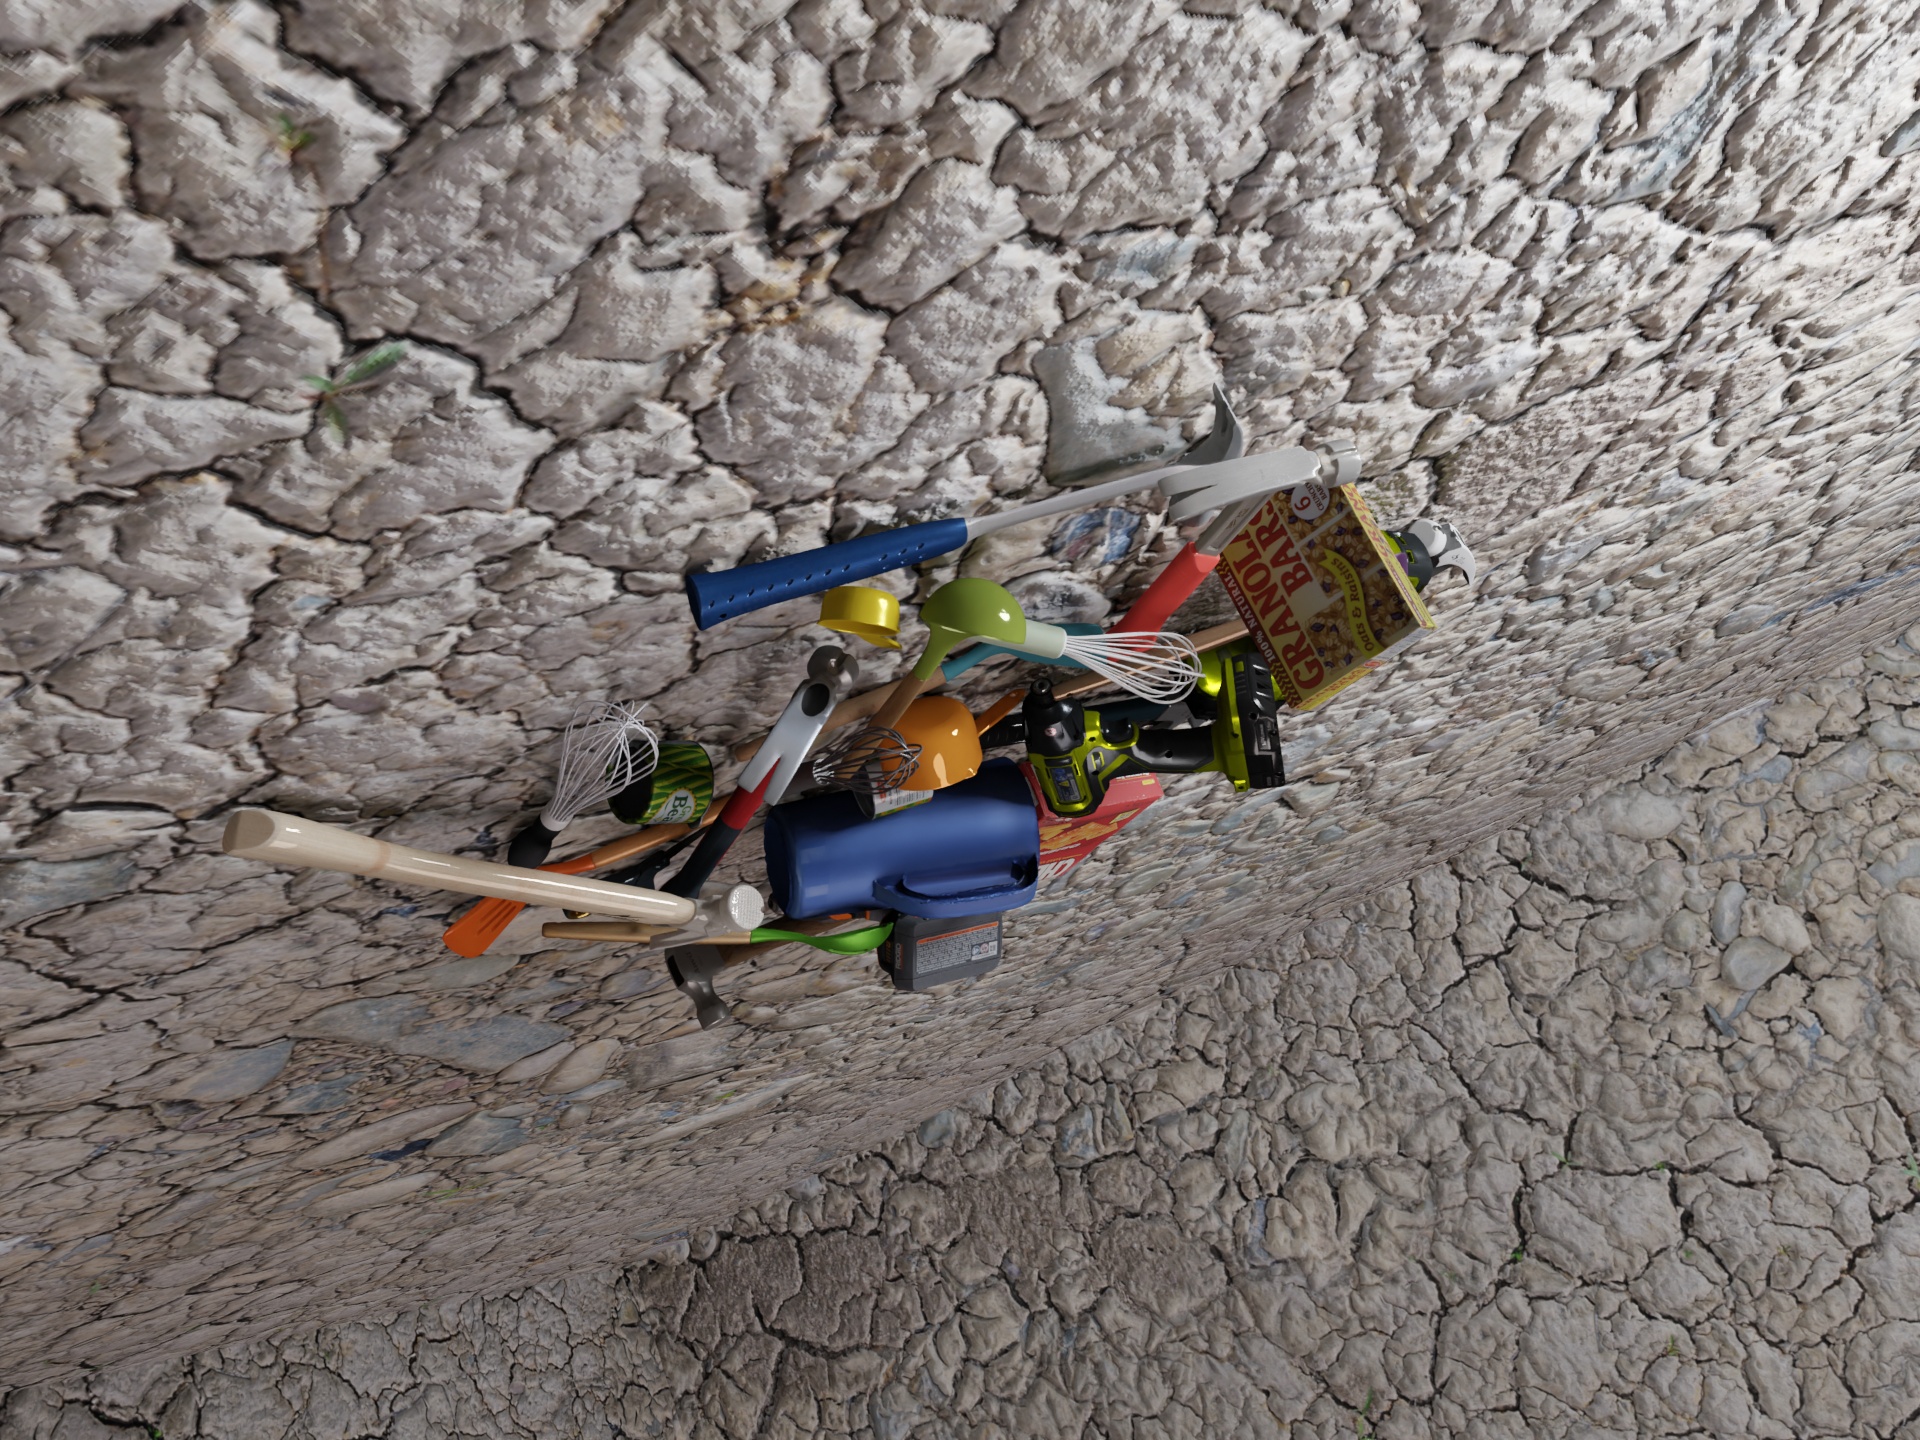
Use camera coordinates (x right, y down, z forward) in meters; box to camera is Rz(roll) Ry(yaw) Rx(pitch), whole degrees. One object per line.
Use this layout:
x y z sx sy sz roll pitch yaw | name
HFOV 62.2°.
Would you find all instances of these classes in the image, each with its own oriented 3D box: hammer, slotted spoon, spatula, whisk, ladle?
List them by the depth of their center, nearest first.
0.012 -0.137 1.092 0.405 0.035 0.144 -17 159 -16 | hammer
-0.299 0.060 1.222 0.070 0.070 0.284 -7 158 -36 | whisk
-0.358 0.126 1.227 0.410 0.038 0.146 18 154 -41 | hammer
0.167 -0.114 1.228 0.149 0.037 0.359 -15 167 -17 | hammer
-0.040 -0.014 1.239 0.078 0.062 0.320 12 147 -21 | ladle
0.084 -0.059 1.251 0.246 0.058 0.059 12 -175 -21 | whisk
-0.190 0.088 1.289 0.386 0.038 0.143 -50 -170 51 | hammer
-0.115 0.045 1.302 0.055 0.055 0.239 -3 173 -42 | whisk
-0.035 -0.021 1.313 0.317 0.044 0.082 -22 156 -1 | spatula
0.227 -0.074 1.346 0.316 0.018 0.059 -19 145 4 | spatula
-0.295 0.121 1.390 0.322 0.041 0.081 -22 159 -6 | spatula
-0.216 0.193 1.435 0.313 0.031 0.070 3 173 -12 | slotted spoon
0.102 -0.001 1.518 0.331 0.033 0.128 -9 154 -33 | hammer
0.355 -0.085 1.572 0.334 0.035 0.146 -35 155 29 | hammer
-0.172 0.213 1.668 0.331 0.130 0.031 -16 160 -48 | hammer

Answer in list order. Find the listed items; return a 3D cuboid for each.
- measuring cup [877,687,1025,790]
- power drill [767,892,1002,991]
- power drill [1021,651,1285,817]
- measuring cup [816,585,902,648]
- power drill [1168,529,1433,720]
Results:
-0.002 -0.004 1.374 0.173 0.095 0.052 -38 127 -38 | measuring cup
-0.080 0.194 1.596 0.164 0.084 0.227 -8 -163 -33 | power drill
0.170 0.011 1.420 0.223 0.080 0.171 -8 141 11 | power drill
-0.063 -0.074 1.179 0.062 0.029 0.156 6 176 9 | measuring cup
0.287 -0.093 1.430 0.190 0.080 0.228 -1 148 -35 | power drill
